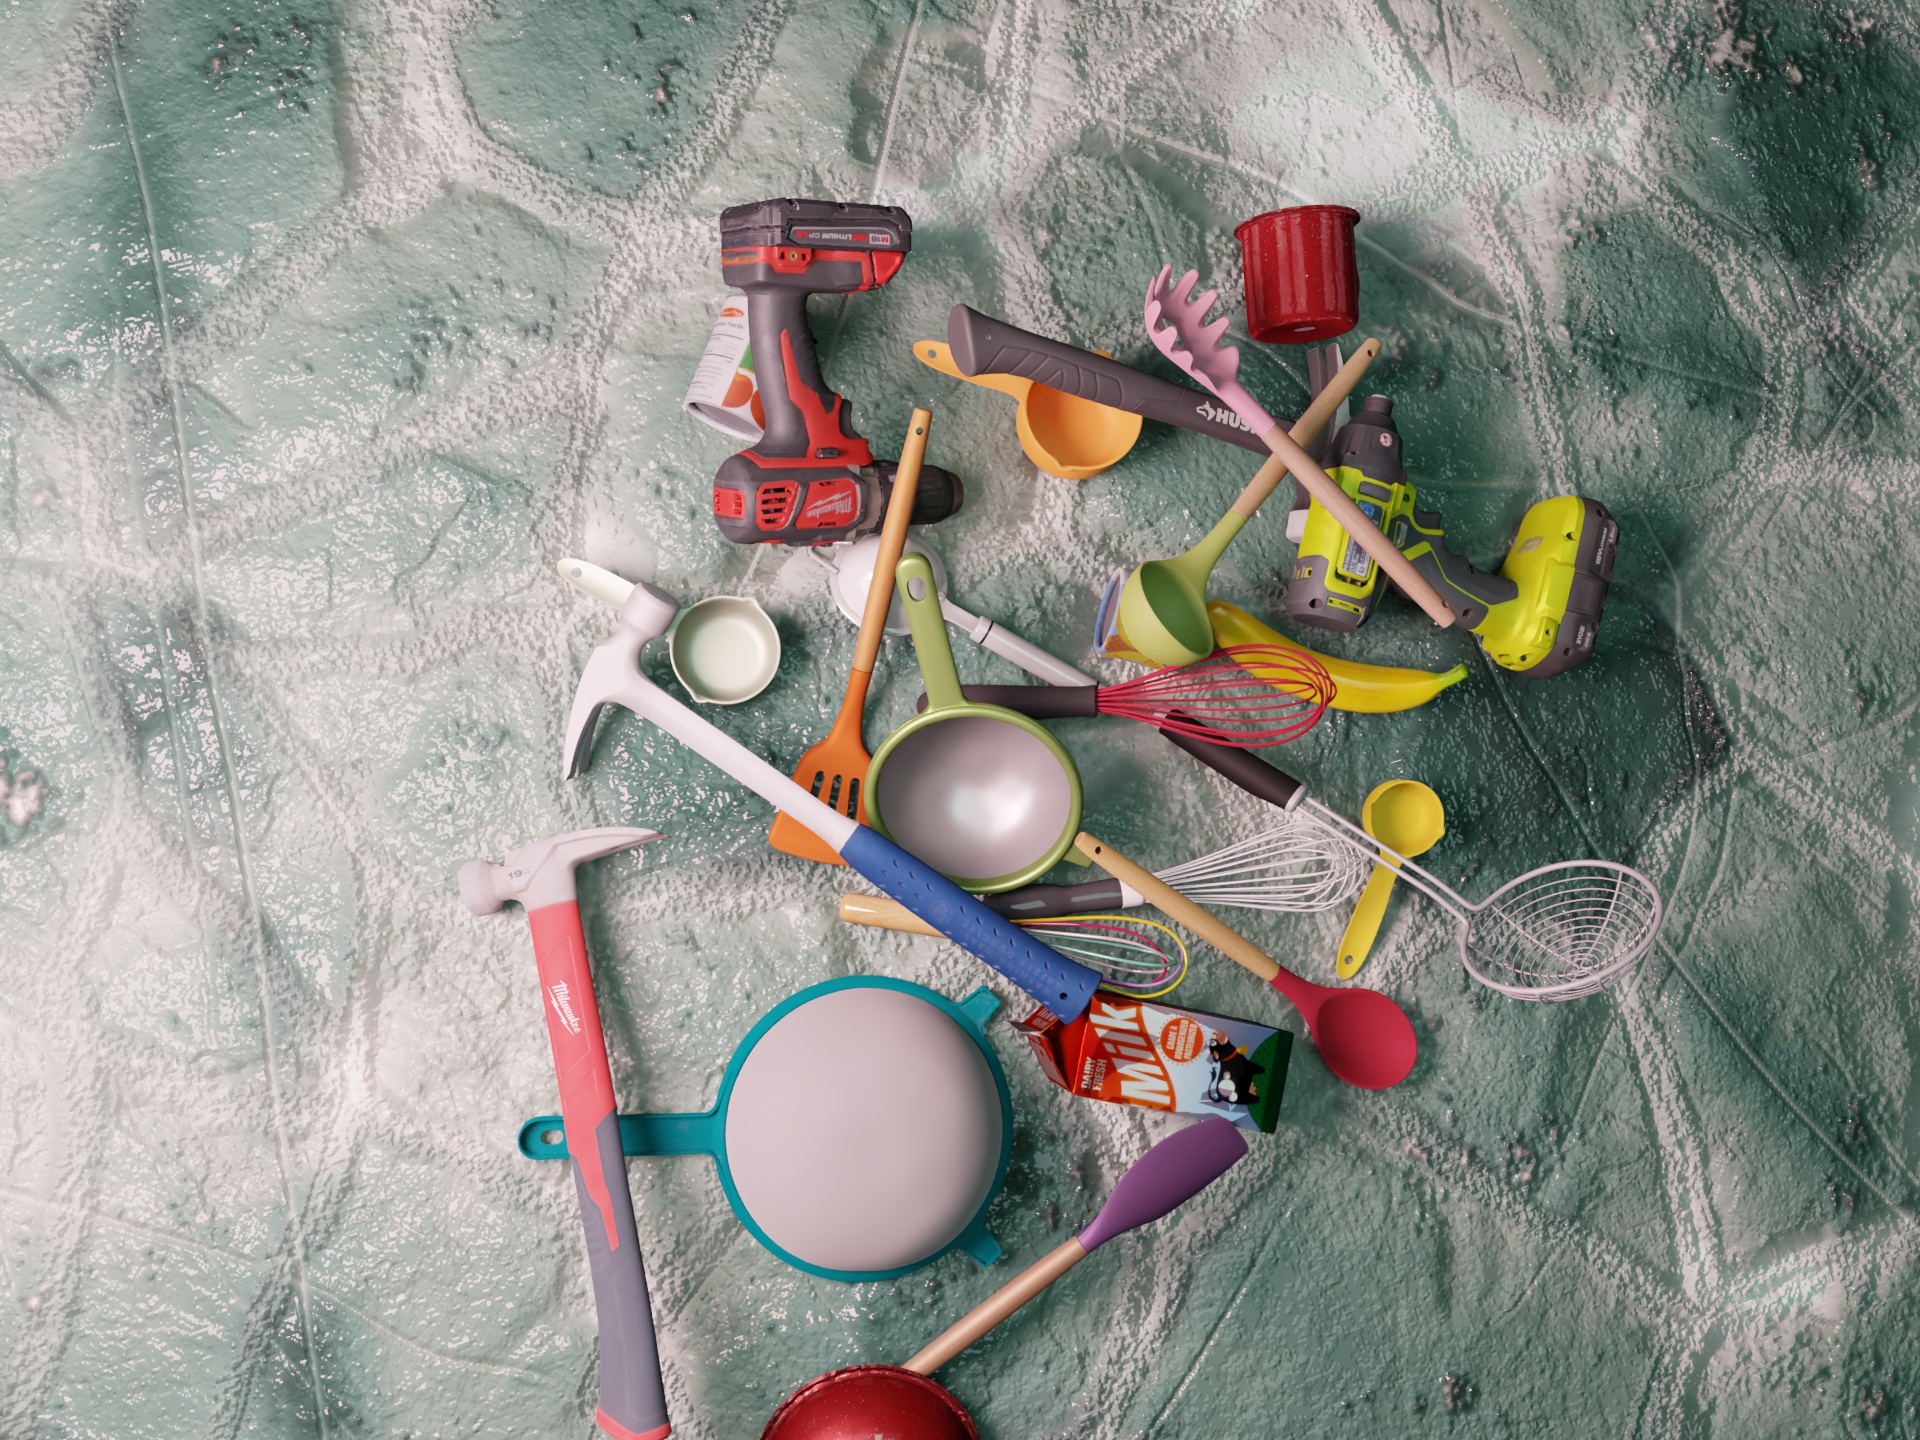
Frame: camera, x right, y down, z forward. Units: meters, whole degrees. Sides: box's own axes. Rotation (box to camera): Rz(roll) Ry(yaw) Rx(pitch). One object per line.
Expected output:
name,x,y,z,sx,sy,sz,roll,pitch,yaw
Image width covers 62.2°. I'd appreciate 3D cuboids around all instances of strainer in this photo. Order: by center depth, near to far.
strainer,-0.124,0.280,1.064,0.340,0.095,0.211,1,85,-10
strainer,-0.002,-0.003,1.091,0.151,0.069,0.256,-10,115,9
strainer,0.009,-0.071,1.148,0.258,0.050,0.087,29,67,-8

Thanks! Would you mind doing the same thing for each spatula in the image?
spatula,0.062,0.374,1.092,0.316,0.018,0.059,-38,118,2
spatula,-0.062,-0.056,1.104,0.081,0.041,0.322,12,105,-7

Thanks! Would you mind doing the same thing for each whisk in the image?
whisk,0.035,0.152,1.103,0.245,0.051,0.047,8,107,9
whisk,0.115,-0.014,1.122,0.296,0.073,0.073,-2,85,8
whisk,0.154,0.119,1.146,0.284,0.070,0.070,-8,86,-4

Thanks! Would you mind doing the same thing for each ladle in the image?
ladle,0.217,-0.164,1.123,0.078,0.062,0.320,45,71,-16
ladle,0.203,0.167,1.129,0.315,0.031,0.069,35,80,-17

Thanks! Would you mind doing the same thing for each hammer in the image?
hammer,-0.224,0.263,1.032,0.143,0.038,0.386,-15,77,6
hammer,-0.087,0.078,1.072,0.405,0.035,0.144,34,103,3
hammer,0.141,-0.234,1.132,0.334,0.035,0.146,12,86,-26

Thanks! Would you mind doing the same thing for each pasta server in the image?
pasta server,0.237,-0.185,1.099,0.316,0.040,0.060,46,54,-2

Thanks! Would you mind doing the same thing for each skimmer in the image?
skimmer,0.286,0.068,1.079,0.363,0.090,0.127,33,58,22

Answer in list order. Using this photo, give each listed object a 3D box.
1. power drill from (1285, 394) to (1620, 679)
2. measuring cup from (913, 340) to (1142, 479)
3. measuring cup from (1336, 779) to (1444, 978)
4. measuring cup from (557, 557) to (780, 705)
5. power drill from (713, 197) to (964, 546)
power drill,0.361,-0.130,1.170,0.223,0.080,0.171,16,86,-14
measuring cup,0.045,-0.235,1.162,0.173,0.052,0.095,20,82,-4
measuring cup,0.310,0.118,1.187,0.062,0.029,0.156,21,94,-6
measuring cup,-0.205,-0.068,1.115,0.167,0.038,0.083,28,81,-3
power drill,-0.079,-0.233,1.091,0.187,0.080,0.226,-8,105,-34
